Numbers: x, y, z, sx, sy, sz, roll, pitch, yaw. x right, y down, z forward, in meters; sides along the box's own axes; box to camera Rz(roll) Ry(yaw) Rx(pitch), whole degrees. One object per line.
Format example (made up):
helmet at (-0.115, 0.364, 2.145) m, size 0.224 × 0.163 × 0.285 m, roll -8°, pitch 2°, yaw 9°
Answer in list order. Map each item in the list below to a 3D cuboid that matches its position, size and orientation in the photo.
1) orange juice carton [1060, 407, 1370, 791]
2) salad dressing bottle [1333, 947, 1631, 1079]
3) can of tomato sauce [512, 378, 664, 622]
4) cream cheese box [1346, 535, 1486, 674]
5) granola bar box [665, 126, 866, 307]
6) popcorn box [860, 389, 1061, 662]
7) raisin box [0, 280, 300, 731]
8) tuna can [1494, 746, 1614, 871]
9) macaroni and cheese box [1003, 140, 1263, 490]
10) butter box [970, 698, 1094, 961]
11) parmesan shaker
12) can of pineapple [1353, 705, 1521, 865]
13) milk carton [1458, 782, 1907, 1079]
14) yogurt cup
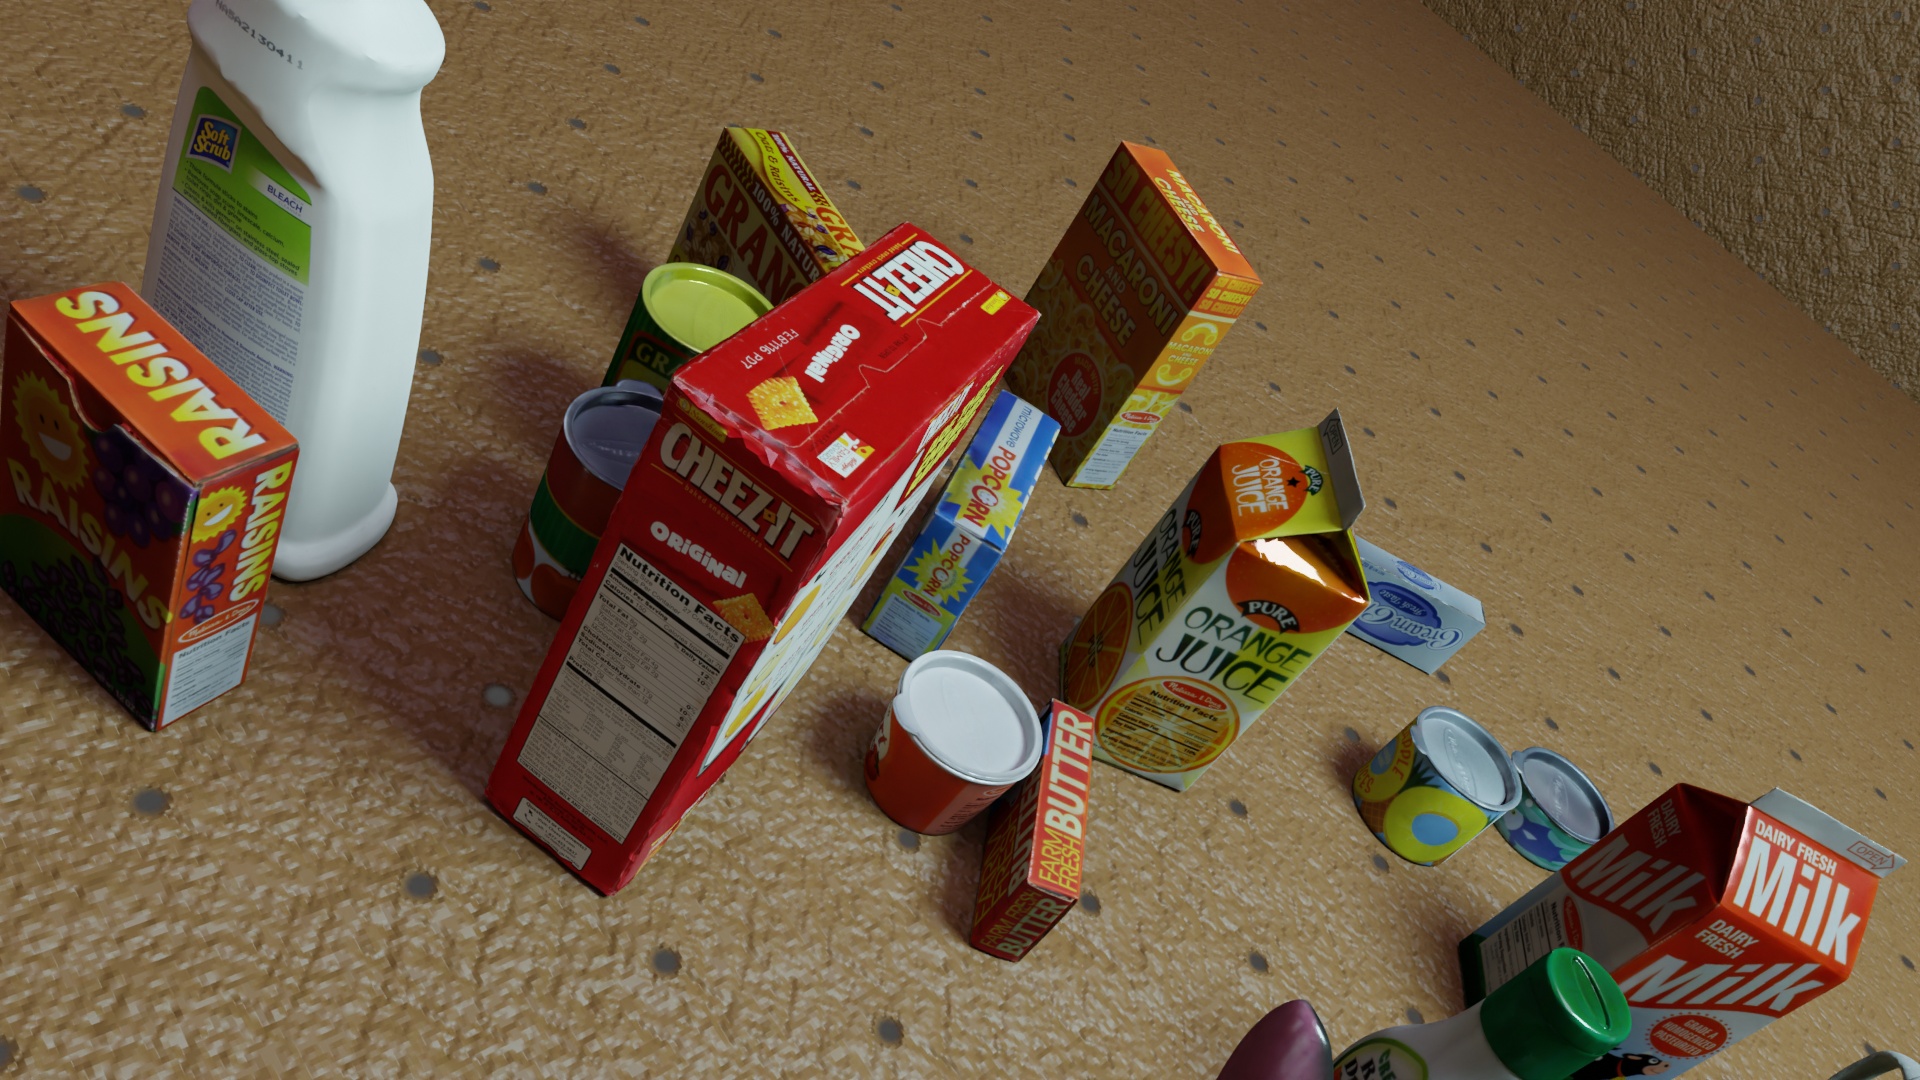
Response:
orange juice carton at (0.124, 0.027, 0.650) m, size 0.073 × 0.191 × 0.072 m, roll 23°, pitch 38°, yaw -15°
salad dressing bottle at (0.190, 0.208, 0.533) m, size 0.044 × 0.147 × 0.064 m, roll 17°, pitch 39°, yaw -22°
can of tomato sauce at (-0.146, -0.014, 0.583) m, size 0.071 × 0.082 × 0.071 m, roll 21°, pitch 38°, yaw -17°
cream cheese box at (0.266, 0.039, 0.860) m, size 0.104 × 0.053 × 0.024 m, roll 26°, pitch 37°, yaw -10°
granola bar box at (-0.090, -0.106, 0.695) m, size 0.039 × 0.123 × 0.166 m, roll -6°, pitch 52°, yaw -42°
popcorn box at (0.002, -0.009, 0.688) m, size 0.038 × 0.084 × 0.127 m, roll 32°, pitch 36°, yaw -3°
raisin box at (-0.268, -0.009, 0.450) m, size 0.086 × 0.122 × 0.040 m, roll 41°, pitch 37°, yaw 9°
tuna can at (0.338, 0.154, 0.803) m, size 0.071 × 0.032 × 0.071 m, roll 21°, pitch 38°, yaw -17°
macaroni and cheese box at (0.093, -0.132, 0.828) m, size 0.040 × 0.165 × 0.124 m, roll 3°, pitch 46°, yaw -35°
butter box at (0.032, 0.122, 0.590) m, size 0.024 × 0.052 × 0.104 m, roll 26°, pitch 37°, yaw -11°
parmesan shaker at (-0.128, -0.065, 0.638) m, size 0.071 × 0.102 × 0.072 m, roll 21°, pitch 38°, yaw -17°
can of pineapple at (0.252, 0.131, 0.743) m, size 0.071 × 0.057 × 0.071 m, roll 21°, pitch 38°, yaw -17°
milk carton at (0.320, 0.179, 0.628) m, size 0.072 × 0.189 × 0.074 m, roll 28°, pitch 36°, yaw -8°
yogurt cup at (-0.006, 0.089, 0.597) m, size 0.072 × 0.053 × 0.073 m, roll 21°, pitch 38°, yaw -17°
